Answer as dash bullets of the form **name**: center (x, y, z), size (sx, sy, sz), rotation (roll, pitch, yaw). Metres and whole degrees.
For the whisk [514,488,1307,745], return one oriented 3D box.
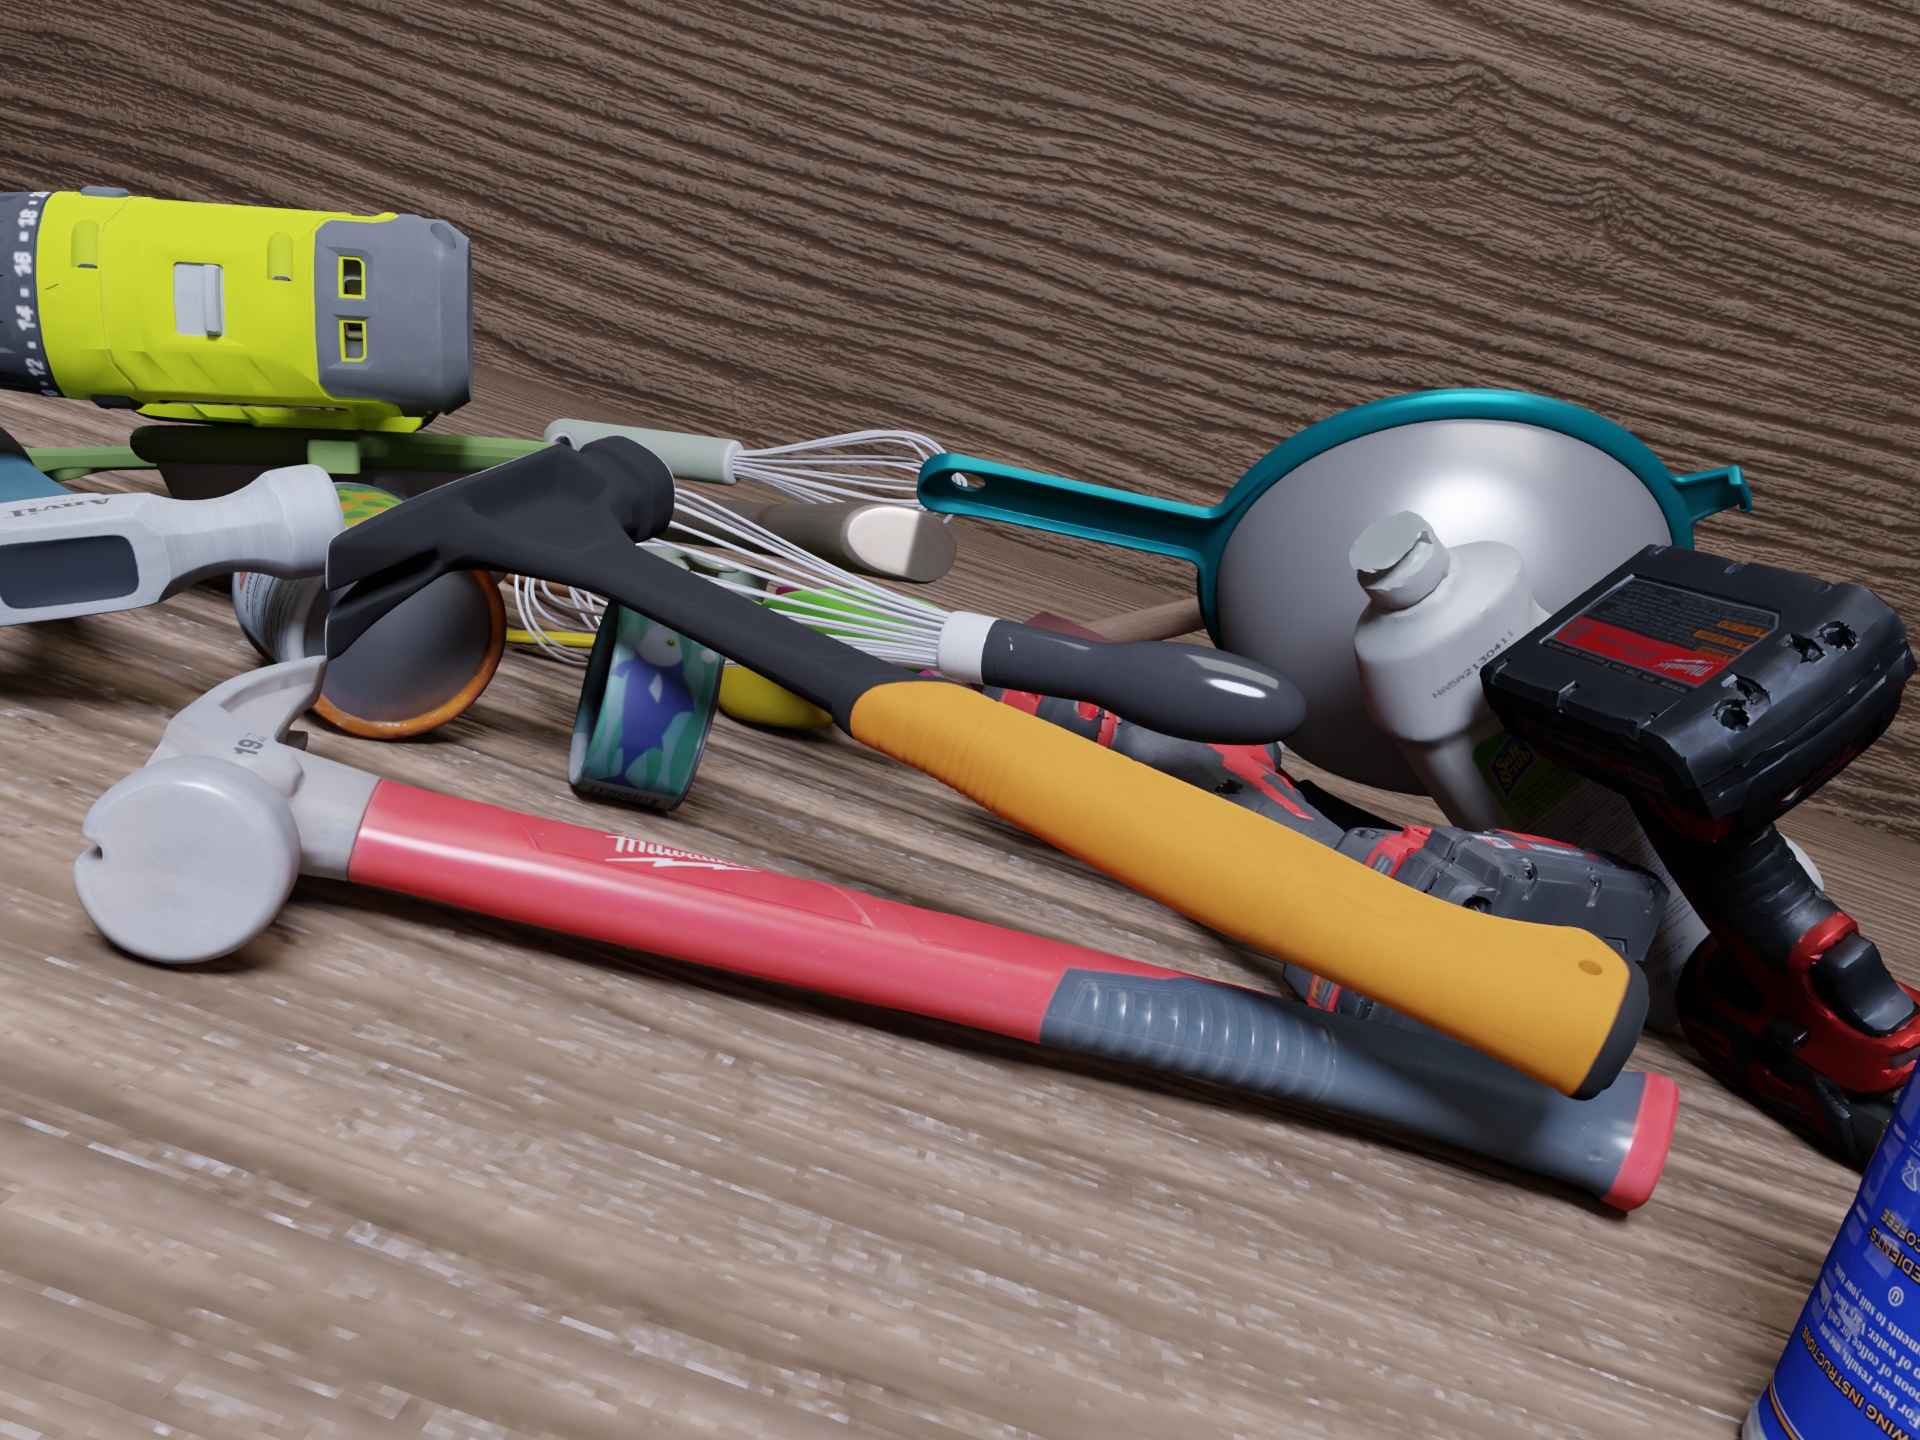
- **whisk**: center (-0.027, -0.029, 0.530), size (0.285, 0.070, 0.070), rotation (13, 8, 18)

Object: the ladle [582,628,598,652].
- **ladle**: center (-0.077, -0.035, 0.812), size (0.069, 0.031, 0.315), rotation (15, 9, 31)

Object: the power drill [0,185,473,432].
- **power drill**: center (-0.265, -0.140, 0.551), size (0.190, 0.080, 0.229), rotation (0, 10, -14)

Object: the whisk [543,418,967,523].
- **whisk**: center (-0.115, -0.138, 0.858), size (0.246, 0.057, 0.059), rotation (10, 29, 16)

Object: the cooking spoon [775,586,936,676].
- **cooking spoon**: center (-0.001, -0.002, 0.711), size (0.068, 0.017, 0.319), rotation (10, 18, -36)

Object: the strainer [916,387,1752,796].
- **strainer**: center (0.144, -0.044, 0.676), size (0.340, 0.210, 0.095), rotation (12, 50, -5)

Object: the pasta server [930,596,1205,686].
- **pasta server**: center (0.109, -0.058, 0.774), size (0.316, 0.040, 0.060), rotation (-13, -22, 24)

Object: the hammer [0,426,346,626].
- **hammer**: center (-0.312, -0.078, 0.510), size (0.128, 0.033, 0.331), rotation (-16, 24, -34)

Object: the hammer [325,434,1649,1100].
- **hammer**: center (0.003, 0.009, 0.405), size (0.337, 0.034, 0.127), rotation (25, 31, 17)

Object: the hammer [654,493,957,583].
- **hammer**: center (-0.142, -0.104, 0.832), size (0.146, 0.038, 0.411), rotation (12, 2, -43)

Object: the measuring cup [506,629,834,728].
- **measuring cup**: center (-0.123, -0.018, 0.659), size (0.156, 0.029, 0.062), rotation (5, 9, -7)

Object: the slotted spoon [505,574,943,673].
- **slotted spoon**: center (-0.118, -0.051, 0.682), size (0.314, 0.031, 0.070), rotation (13, -8, 46)

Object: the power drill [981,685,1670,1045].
- **power drill**: center (0.118, 0.039, 0.556), size (0.143, 0.078, 0.220), rotation (10, 17, -41)

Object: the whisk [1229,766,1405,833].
- **whisk**: center (0.147, 0.031, 0.771), size (0.296, 0.073, 0.073), rotation (32, 16, 36)

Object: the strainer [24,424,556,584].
- **strainer**: center (-0.270, -0.075, 0.612), size (0.256, 0.069, 0.151), rotation (4, 7, 25)

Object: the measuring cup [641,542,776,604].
- **measuring cup**: center (-0.125, -0.060, 0.757), size (0.083, 0.038, 0.168), rotation (11, 4, -15)

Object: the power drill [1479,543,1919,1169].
- **power drill**: center (0.280, 0.065, 0.507), size (0.226, 0.080, 0.188), rotation (56, -4, -20)

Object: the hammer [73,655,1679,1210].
- **hammer**: center (0.005, 0.060, 0.402), size (0.386, 0.038, 0.143), rotation (16, 9, -14)

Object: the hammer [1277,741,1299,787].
- **hammer**: center (0.248, 0.070, 0.792), size (0.144, 0.035, 0.406), rotation (9, 14, -43)
